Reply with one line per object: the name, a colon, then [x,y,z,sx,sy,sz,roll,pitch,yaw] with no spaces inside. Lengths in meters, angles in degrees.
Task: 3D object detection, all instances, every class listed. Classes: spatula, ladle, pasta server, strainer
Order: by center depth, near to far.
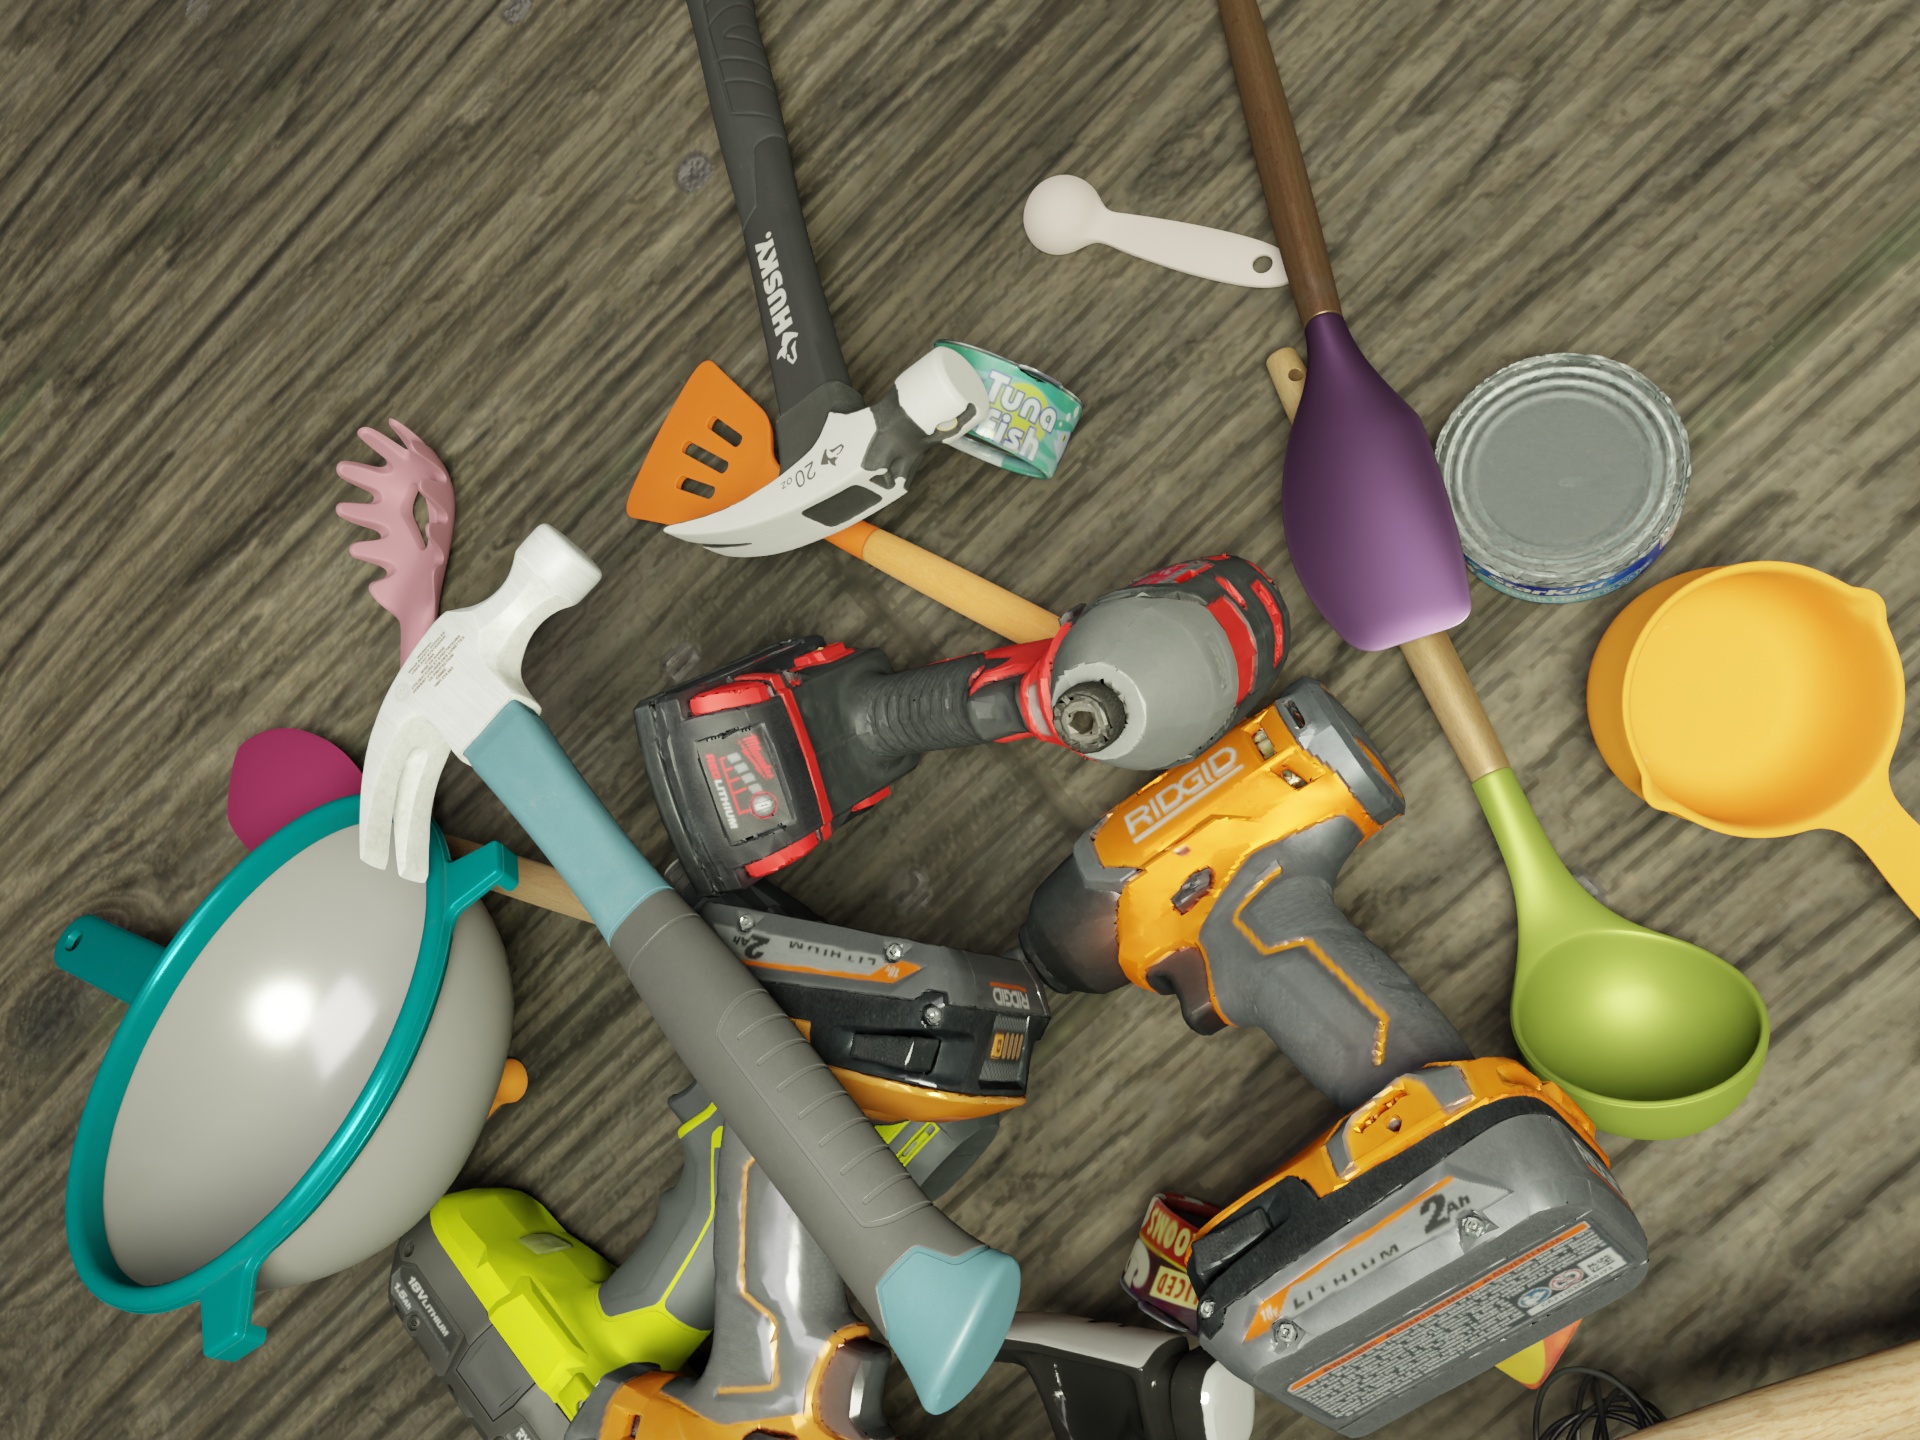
ladle: [0.180,-0.008,0.564,0.078,0.062,0.320,-19,70,-4]
spatula: [0.132,-0.174,0.613,0.060,0.018,0.316,-17,68,23]
spatula: [-0.014,-0.062,0.668,0.323,0.041,0.081,29,93,19]
strainer: [-0.296,0.137,0.687,0.340,0.095,0.211,5,62,45]
pasta server: [-0.261,0.017,0.744,0.060,0.040,0.316,-8,79,31]

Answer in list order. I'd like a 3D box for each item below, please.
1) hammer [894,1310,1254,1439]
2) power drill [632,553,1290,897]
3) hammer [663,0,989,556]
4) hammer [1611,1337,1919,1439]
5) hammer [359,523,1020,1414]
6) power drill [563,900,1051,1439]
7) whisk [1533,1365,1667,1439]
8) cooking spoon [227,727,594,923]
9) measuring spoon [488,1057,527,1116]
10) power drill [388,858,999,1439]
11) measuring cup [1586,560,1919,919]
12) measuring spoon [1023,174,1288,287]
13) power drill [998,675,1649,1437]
hammer: [0.050,0.369,0.525,0.127,0.034,0.337,-7,87,38]
power drill: [-0.001,-0.002,0.572,0.220,0.143,0.078,-13,99,29]
hammer: [-0.087,-0.223,0.687,0.146,0.035,0.335,-31,59,29]
hammer: [0.193,0.219,0.450,0.331,0.031,0.130,-18,112,0]
hammer: [-0.094,0.073,0.512,0.128,0.033,0.331,-46,59,2]
power drill: [-0.031,0.185,0.519,0.185,0.084,0.226,6,81,30]
whisk: [0.214,0.326,0.498,0.055,0.055,0.239,-6,83,21]
cooking spoon: [-0.230,0.057,0.698,0.319,0.017,0.069,11,93,32]
measuring spoon: [-0.240,0.192,0.718,0.117,0.011,0.021,-41,69,11]
power drill: [-0.115,0.178,0.639,0.171,0.080,0.223,43,94,22]
measuring cup: [0.282,0.022,0.526,0.095,0.052,0.173,-44,93,4]
measuring spoon: [0.080,-0.201,0.655,0.124,0.018,0.034,22,89,23]
power drill: [0.098,0.105,0.524,0.164,0.084,0.227,-36,39,15]
